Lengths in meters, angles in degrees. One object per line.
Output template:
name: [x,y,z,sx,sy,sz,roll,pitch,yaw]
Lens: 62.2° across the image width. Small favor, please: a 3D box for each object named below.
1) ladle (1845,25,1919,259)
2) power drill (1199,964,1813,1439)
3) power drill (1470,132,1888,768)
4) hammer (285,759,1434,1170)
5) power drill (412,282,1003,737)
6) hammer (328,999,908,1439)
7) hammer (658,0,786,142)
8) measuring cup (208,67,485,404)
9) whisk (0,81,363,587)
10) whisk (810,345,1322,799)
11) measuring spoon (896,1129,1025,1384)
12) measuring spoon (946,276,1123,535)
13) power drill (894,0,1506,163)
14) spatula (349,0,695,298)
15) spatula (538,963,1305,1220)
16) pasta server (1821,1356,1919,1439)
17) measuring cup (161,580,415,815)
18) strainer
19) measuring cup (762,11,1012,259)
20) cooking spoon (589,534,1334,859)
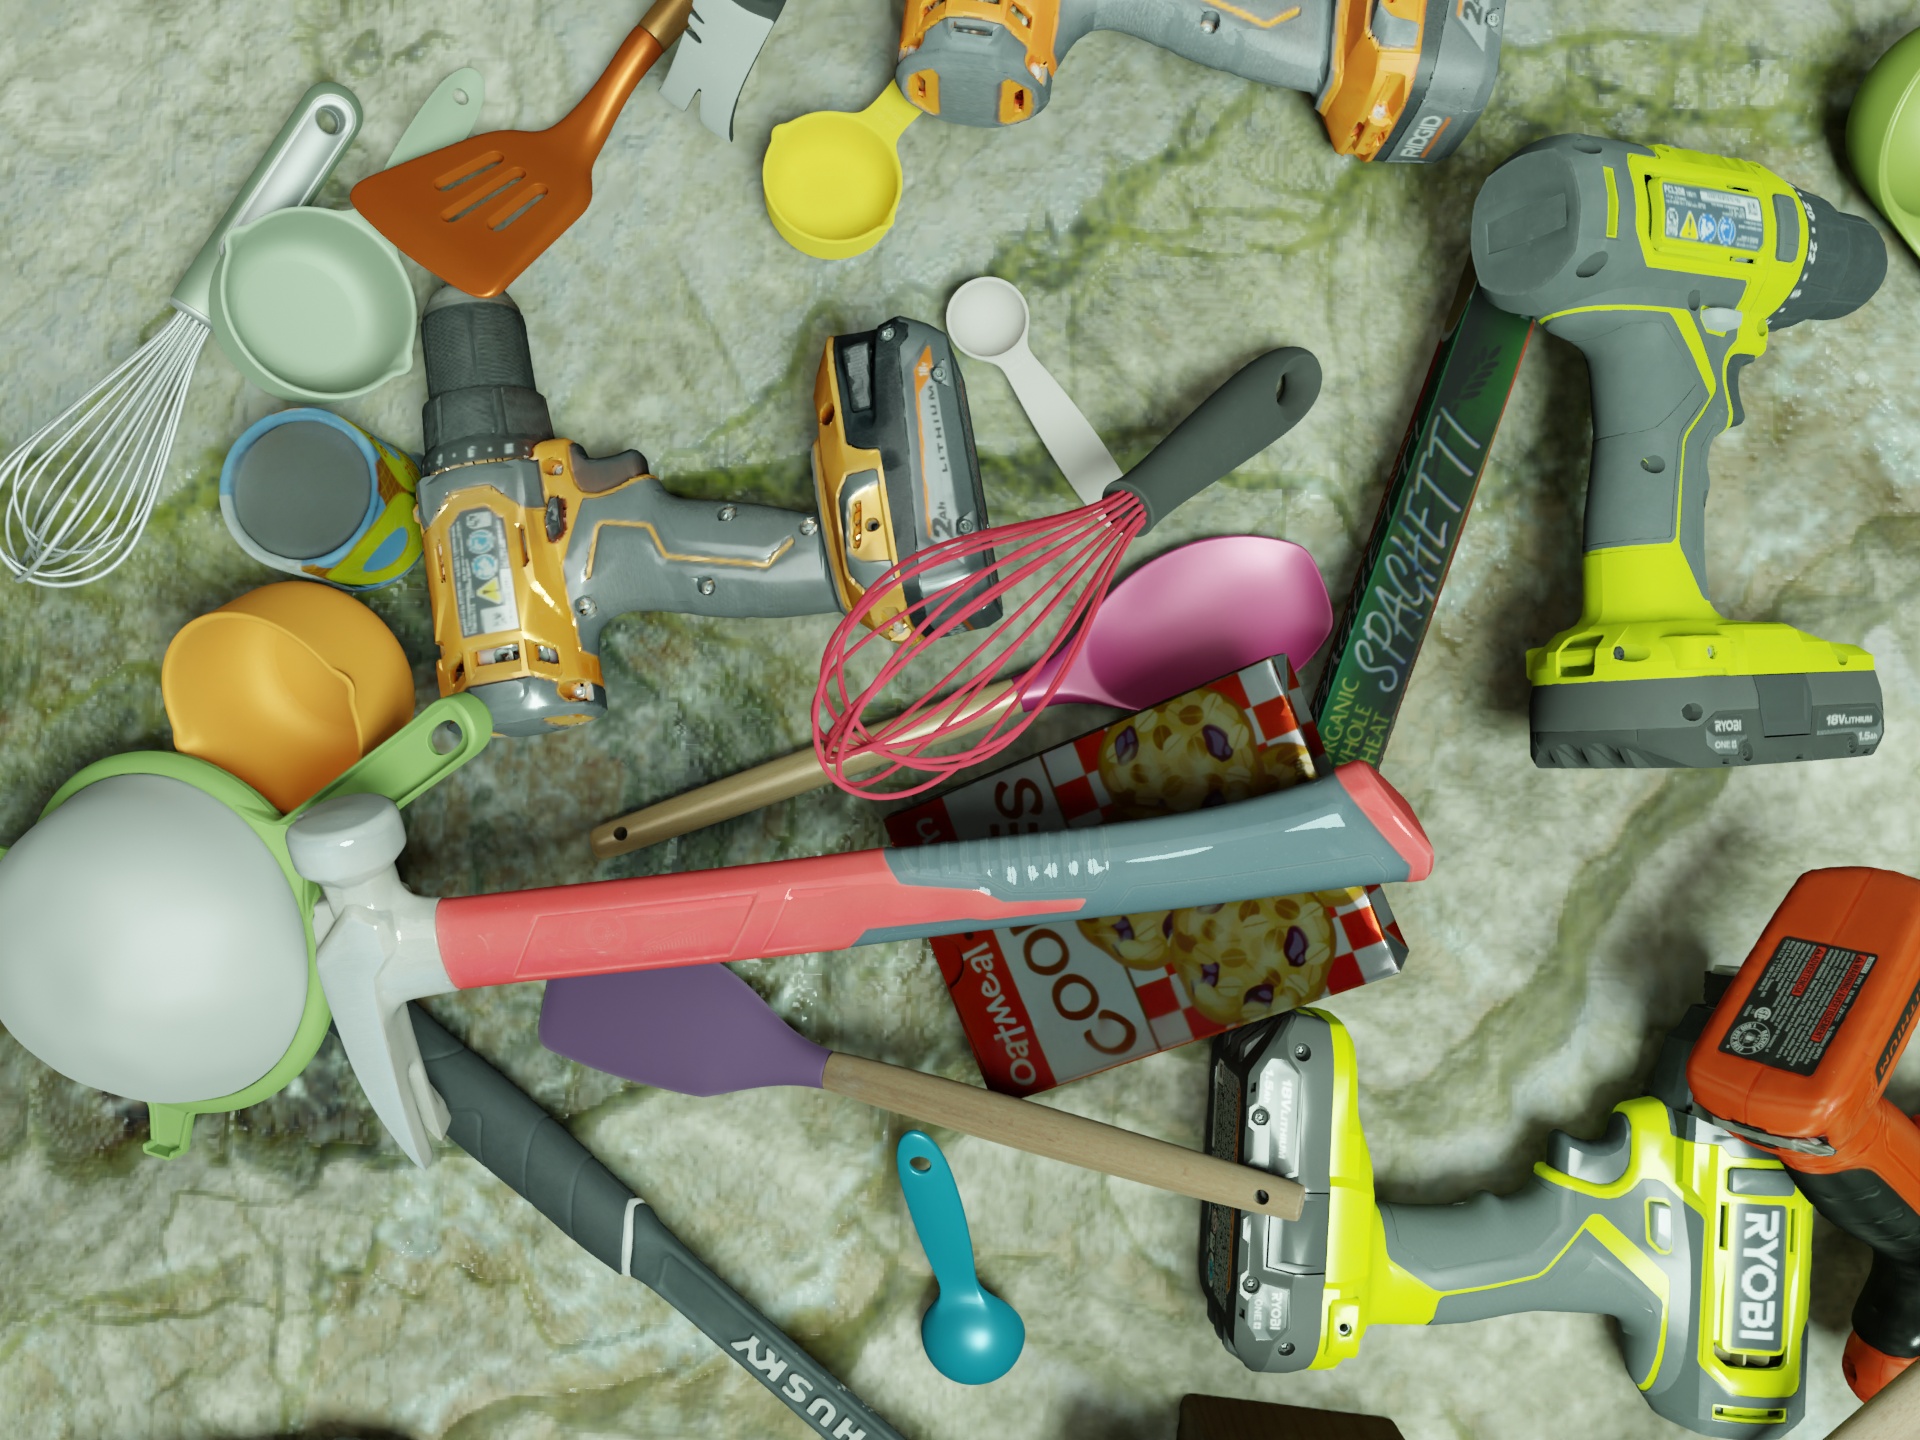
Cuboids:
ladle: [0.429,-0.121,0.627,0.078,0.062,0.320,-20,89,-18]
power drill: [0.211,0.175,0.611,0.223,0.080,0.171,4,87,-2]
power drill: [0.285,-0.099,0.602,0.190,0.080,0.228,-2,89,-28]
hammer: [-0.031,0.076,0.562,0.386,0.038,0.143,-7,113,3]
power drill: [-0.108,-0.100,0.634,0.226,0.084,0.185,-10,85,6]
hammer: [-0.116,0.219,0.626,0.409,0.036,0.149,38,109,8]
hammer: [-0.017,-0.383,0.629,0.034,0.127,0.337,32,72,-14]
measuring cup: [-0.248,-0.205,0.662,0.083,0.038,0.168,37,66,-32]
whisk: [-0.321,-0.161,0.659,0.057,0.059,0.246,34,83,-35]
whisk: [0.049,-0.067,0.579,0.073,0.073,0.296,47,57,3]
measuring spoon: [-0.005,0.211,0.610,0.042,0.021,0.128,-9,117,10]
measuring spoon: [0.036,-0.129,0.663,0.034,0.018,0.124,-35,93,0]
power drill: [0.096,-0.313,0.629,0.226,0.084,0.164,7,86,0]
spatula: [-0.115,-0.305,0.657,0.081,0.041,0.322,38,86,13]
spatula: [-0.026,0.138,0.607,0.316,0.018,0.060,12,89,20]
pasta server: [0.297,0.253,0.550,0.060,0.040,0.316,28,115,-11]
measuring cup: [-0.245,0.023,0.647,0.095,0.052,0.173,-18,112,24]
strainer: [-0.281,0.065,0.594,0.256,0.069,0.151,-32,90,21]
measuring cup: [-0.023,-0.256,0.668,0.062,0.029,0.156,39,77,-1]
cooking spoon: [-0.001,-0.002,0.653,0.319,0.017,0.069,-20,86,0]
